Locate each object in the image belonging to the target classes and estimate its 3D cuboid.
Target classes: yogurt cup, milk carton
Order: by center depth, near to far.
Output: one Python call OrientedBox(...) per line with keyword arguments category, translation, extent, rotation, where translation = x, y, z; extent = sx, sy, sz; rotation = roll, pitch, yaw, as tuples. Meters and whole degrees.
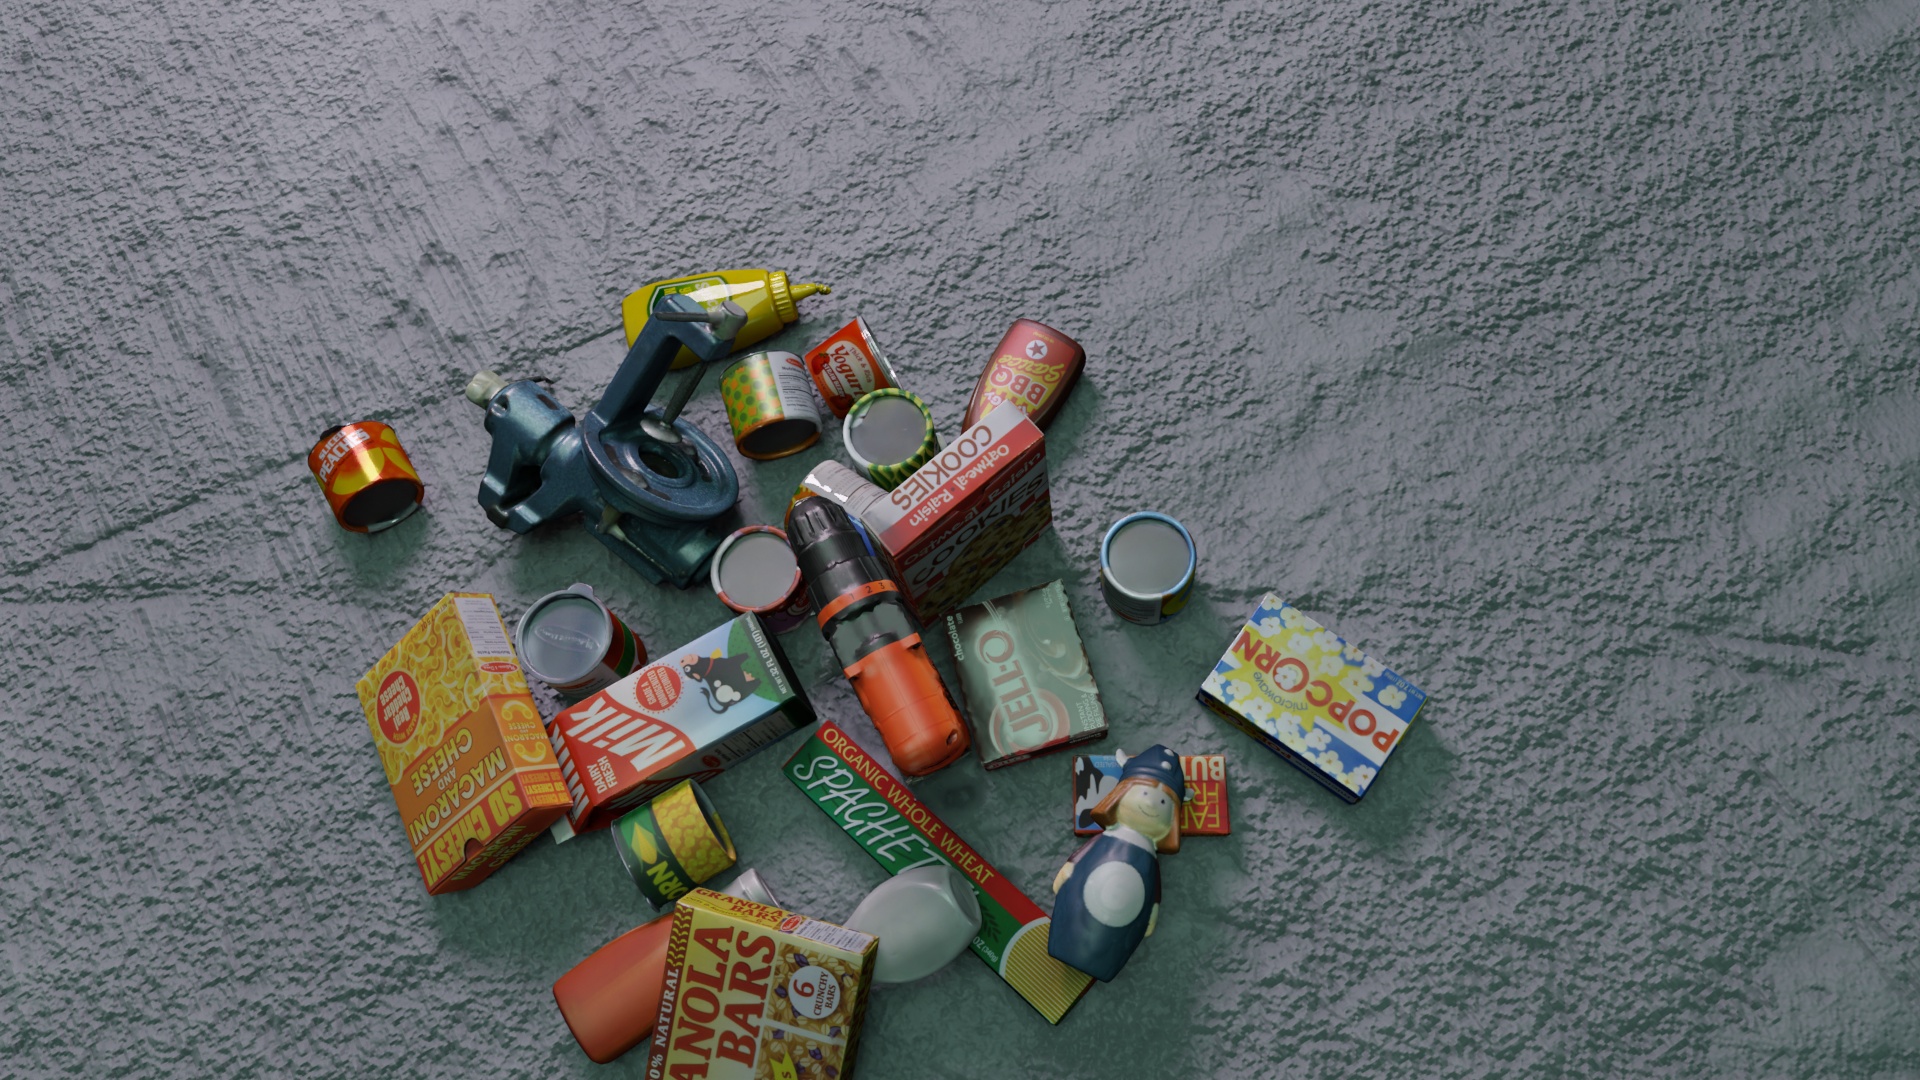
OrientedBox(category="milk carton", translation=(-0.203, 0.131, 0.949), extent=(0.191, 0.073, 0.072), rotation=(-29, 69, -5))
OrientedBox(category="yogurt cup", translation=(-0.081, -0.127, 1.040), extent=(0.054, 0.072, 0.072), rotation=(-28, 69, 4))

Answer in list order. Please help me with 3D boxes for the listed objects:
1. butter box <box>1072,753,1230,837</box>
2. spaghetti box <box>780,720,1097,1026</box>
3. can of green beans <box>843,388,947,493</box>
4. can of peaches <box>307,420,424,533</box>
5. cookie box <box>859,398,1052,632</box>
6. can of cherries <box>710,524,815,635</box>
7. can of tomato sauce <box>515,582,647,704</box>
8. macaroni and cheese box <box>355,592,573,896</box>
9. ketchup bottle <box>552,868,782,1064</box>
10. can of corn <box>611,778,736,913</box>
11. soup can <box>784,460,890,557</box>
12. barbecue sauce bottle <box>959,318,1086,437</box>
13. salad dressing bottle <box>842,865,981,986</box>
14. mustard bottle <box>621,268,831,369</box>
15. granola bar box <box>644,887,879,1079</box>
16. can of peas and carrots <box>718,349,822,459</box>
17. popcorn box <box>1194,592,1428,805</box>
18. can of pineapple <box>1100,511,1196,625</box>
OrientedBox(category="butter box", translation=(0.127, 0.171, 0.926), extent=(0.103, 0.024, 0.053), rotation=(-1, 70, 6))
OrientedBox(category="spaghetti box", translation=(-0.016, 0.216, 0.921), extent=(0.250, 0.028, 0.050), rotation=(39, 77, 17))
OrientedBox(category="can of green beans", translation=(-0.049, -0.070, 1.017), extent=(0.071, 0.057, 0.071), rotation=(-2, 69, 5))
OrientedBox(category="can of peaches", translation=(-0.447, -0.048, 1.042), extent=(0.071, 0.071, 0.058), rotation=(-33, 71, -7))
OrientedBox(category="cookie box", translation=(0.003, -0.012, 0.931), extent=(0.123, 0.167, 0.040), rotation=(-40, 72, -9))
OrientedBox(category="can of cherries", translation=(-0.136, 0.028, 0.988), extent=(0.071, 0.058, 0.072), rotation=(-2, 69, 6))
OrientedBox(category="can of tomato sauce", translation=(-0.262, 0.076, 0.970), extent=(0.071, 0.083, 0.071), rotation=(-2, 69, 5))
OrientedBox(category="macaroni and cheese box", translation=(-0.342, 0.138, 0.948), extent=(0.123, 0.040, 0.167), rotation=(-39, 67, 25))
OrientedBox(category="ketchup bottle", translation=(-0.188, 0.273, 0.909), extent=(0.149, 0.043, 0.065), rotation=(-34, 72, -8))
OrientedBox(category="can of corn", translation=(-0.189, 0.202, 0.923), extent=(0.058, 0.071, 0.071), rotation=(-29, 70, -6))
OrientedBox(category="soup can", translation=(-0.075, -0.008, 0.994), extent=(0.084, 0.071, 0.071), rotation=(30, 75, 16))
OrientedBox(category="barbecue sauce bottle", translation=(0.032, -0.090, 1.024), extent=(0.065, 0.043, 0.149), rotation=(27, 75, 14))
OrientedBox(category="salad dressing bottle", translation=(-0.059, 0.260, 0.883), extent=(0.147, 0.044, 0.064), rotation=(-31, 87, 12))
OrientedBox(category="mustard bottle", translation=(-0.179, -0.179, 1.076), extent=(0.160, 0.048, 0.065), rotation=(-15, 71, 0))
OrientedBox(category="granola bar box", translation=(-0.127, 0.311, 0.858), extent=(0.124, 0.039, 0.165), rotation=(12, 95, 12))
OrientedBox(category="can of peas and carrots", translation=(-0.143, -0.099, 1.035), extent=(0.071, 0.070, 0.059), rotation=(-18, 70, -1))
OrientedBox(category="popcorn box", translation=(0.235, 0.106, 0.933), extent=(0.127, 0.038, 0.085), rotation=(34, 77, 17))
OrientedBox(category="can of pineapple", translation=(0.131, 0.018, 0.966), extent=(0.071, 0.057, 0.071), rotation=(-2, 69, 5))
